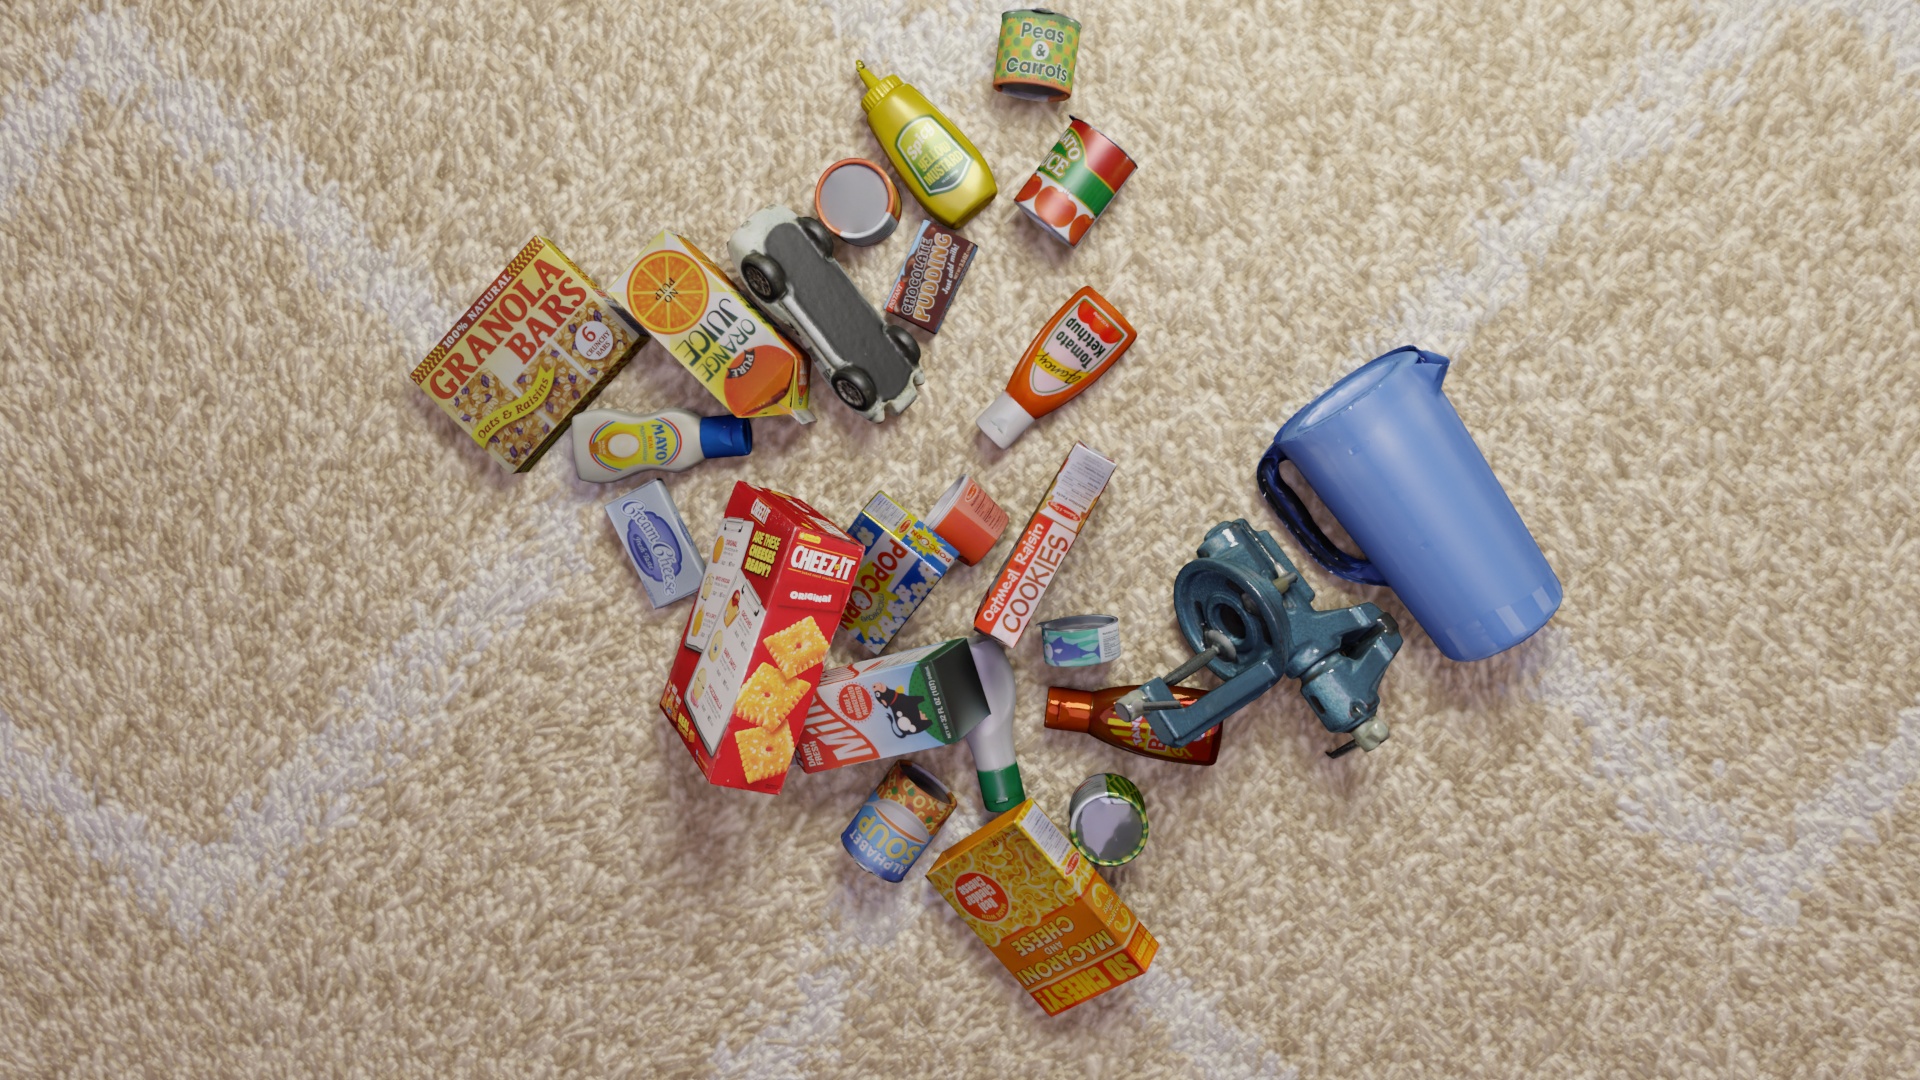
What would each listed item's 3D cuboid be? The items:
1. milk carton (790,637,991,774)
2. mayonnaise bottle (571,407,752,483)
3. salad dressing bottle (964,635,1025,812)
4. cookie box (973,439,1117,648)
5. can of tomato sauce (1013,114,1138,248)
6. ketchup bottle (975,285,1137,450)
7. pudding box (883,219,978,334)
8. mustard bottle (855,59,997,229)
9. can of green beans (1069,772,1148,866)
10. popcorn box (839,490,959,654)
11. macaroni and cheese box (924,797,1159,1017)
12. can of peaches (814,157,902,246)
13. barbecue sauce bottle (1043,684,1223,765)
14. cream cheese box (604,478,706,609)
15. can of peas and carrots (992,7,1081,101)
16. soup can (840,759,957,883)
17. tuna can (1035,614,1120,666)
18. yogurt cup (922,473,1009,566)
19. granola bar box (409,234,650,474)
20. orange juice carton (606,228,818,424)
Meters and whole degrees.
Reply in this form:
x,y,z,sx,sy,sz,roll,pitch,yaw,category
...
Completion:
x,y,z,sx,sy,sz,roll,pitch,yaw,category
-0.079,0.143,1.168,0.190,0.074,0.072,-15,95,26,milk carton
-0.255,-0.085,1.189,0.148,0.041,0.064,-4,96,5,mayonnaise bottle
0.023,0.158,1.193,0.064,0.044,0.147,-12,95,6,salad dressing bottle
0.069,-0.001,1.135,0.040,0.123,0.167,30,97,1,cookie box
0.092,-0.292,1.135,0.071,0.071,0.083,38,97,0,can of tomato sauce
0.076,-0.140,1.163,0.065,0.043,0.148,44,97,-1,ketchup bottle
-0.025,-0.222,1.168,0.050,0.030,0.083,27,96,2,pudding box
-0.038,-0.334,1.149,0.065,0.049,0.160,-40,92,3,mustard bottle
0.126,0.238,1.186,0.071,0.058,0.071,0,96,4,can of green beans
-0.068,0.028,1.157,0.085,0.038,0.126,38,132,-1,popcorn box
0.069,0.313,1.180,0.166,0.040,0.123,49,127,-2,macaroni and cheese box
-0.086,-0.282,1.152,0.071,0.058,0.071,0,96,4,can of peaches
0.147,0.152,1.184,0.148,0.044,0.064,7,97,3,barbecue sauce bottle
-0.262,0.003,1.206,0.053,0.024,0.103,-25,93,5,cream cheese box
0.062,-0.393,1.127,0.071,0.071,0.058,8,97,3,can of peas and carrots
-0.053,0.241,1.191,0.071,0.071,0.083,36,96,0,soup can
0.099,0.084,1.171,0.071,0.071,0.032,-5,96,4,tuna can
0.004,-0.015,1.169,0.054,0.072,0.072,38,97,-9,yogurt cup
-0.368,-0.158,1.191,0.124,0.039,0.165,44,96,-2,granola bar box
-0.194,-0.166,1.163,0.192,0.072,0.073,44,97,-1,orange juice carton
